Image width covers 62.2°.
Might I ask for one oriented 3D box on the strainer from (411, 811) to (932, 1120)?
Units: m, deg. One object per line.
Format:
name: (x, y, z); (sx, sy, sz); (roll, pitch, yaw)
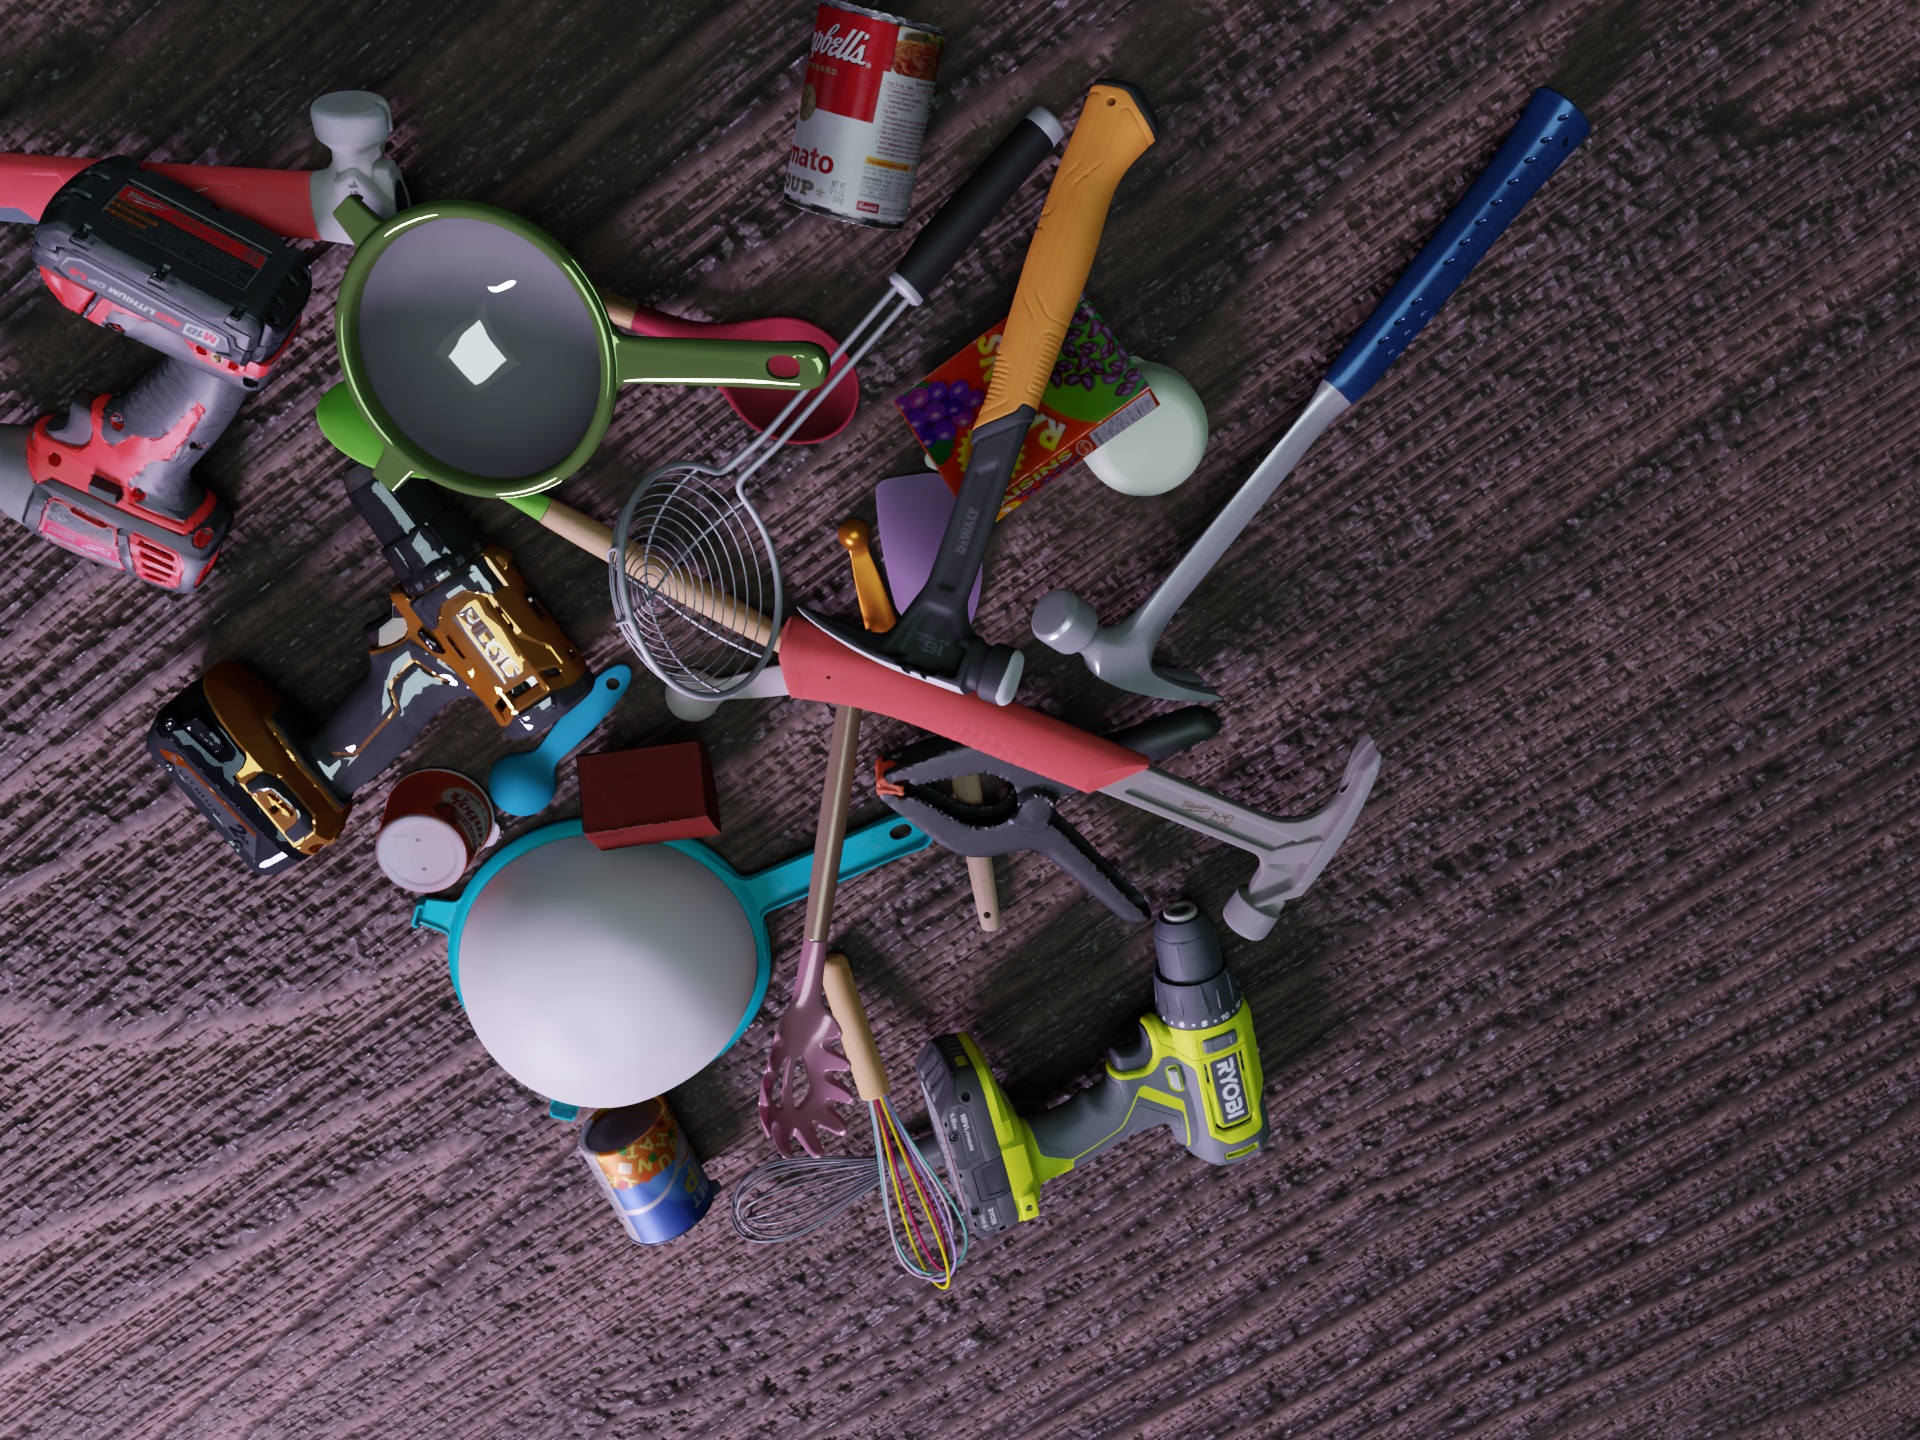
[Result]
strainer: (-0.171, 0.149, 1.014); (0.340, 0.095, 0.210); (-24, 114, 7)

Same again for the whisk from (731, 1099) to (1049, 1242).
whisk: (-0.050, 0.314, 1.130); (0.239, 0.055, 0.055); (-18, 115, -2)

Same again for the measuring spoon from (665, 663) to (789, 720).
measuring spoon: (-0.124, -0.020, 0.973); (0.124, 0.018, 0.034); (-9, 113, 11)

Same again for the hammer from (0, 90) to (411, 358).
hammer: (-0.482, -0.261, 0.826); (0.386, 0.038, 0.143); (3, 129, -2)

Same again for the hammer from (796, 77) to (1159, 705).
hammer: (0.024, -0.185, 0.862); (0.127, 0.034, 0.337); (21, 92, 15)

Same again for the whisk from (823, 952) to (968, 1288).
whisk: (-0.048, 0.274, 1.080); (0.051, 0.047, 0.245); (-18, 97, 1)

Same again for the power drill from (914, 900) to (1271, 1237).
power drill: (0.092, 0.236, 1.074); (0.228, 0.080, 0.190); (-19, 112, -10)

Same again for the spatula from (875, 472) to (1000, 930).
spatula: (-0.002, -0.003, 1.003); (0.060, 0.018, 0.315); (-5, 115, 9)

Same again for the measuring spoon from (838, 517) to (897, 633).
measuring spoon: (-0.052, -0.068, 0.973); (0.021, 0.011, 0.116); (-15, 115, 2)

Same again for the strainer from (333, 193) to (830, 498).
strainer: (-0.189, -0.194, 0.824); (0.256, 0.069, 0.151); (4, 116, 7)

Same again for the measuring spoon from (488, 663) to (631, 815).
measuring spoon: (-0.247, 0.014, 0.986); (0.042, 0.021, 0.128); (39, 107, -20)

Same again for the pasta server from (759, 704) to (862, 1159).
pasta server: (-0.082, 0.110, 0.982); (0.060, 0.040, 0.316); (7, 93, -31)

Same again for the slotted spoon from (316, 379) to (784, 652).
slotted spoon: (-0.216, -0.111, 0.921); (0.313, 0.070, 0.031); (30, 135, -23)

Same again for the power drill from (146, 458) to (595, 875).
power drill: (-0.355, -0.036, 0.926); (0.226, 0.084, 0.185); (-31, 110, 4)

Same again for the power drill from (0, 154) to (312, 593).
power drill: (-0.438, -0.172, 0.832); (0.143, 0.079, 0.219); (26, 129, -20)

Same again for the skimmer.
skimmer: (-0.054, -0.174, 0.848); (0.363, 0.090, 0.127); (-49, 137, 2)

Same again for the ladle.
ladle: (-0.205, -0.232, 0.879); (0.315, 0.031, 0.069); (19, 106, -11)

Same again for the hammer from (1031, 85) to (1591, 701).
hammer: (0.213, -0.179, 0.920); (0.144, 0.035, 0.405); (28, 106, -41)

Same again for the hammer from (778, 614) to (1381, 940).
hammer: (0.065, 0.011, 0.940); (0.359, 0.037, 0.149); (22, 114, -13)

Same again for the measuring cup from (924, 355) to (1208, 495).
measuring cup: (0.063, -0.161, 0.926); (0.167, 0.038, 0.083); (-10, 115, -3)
